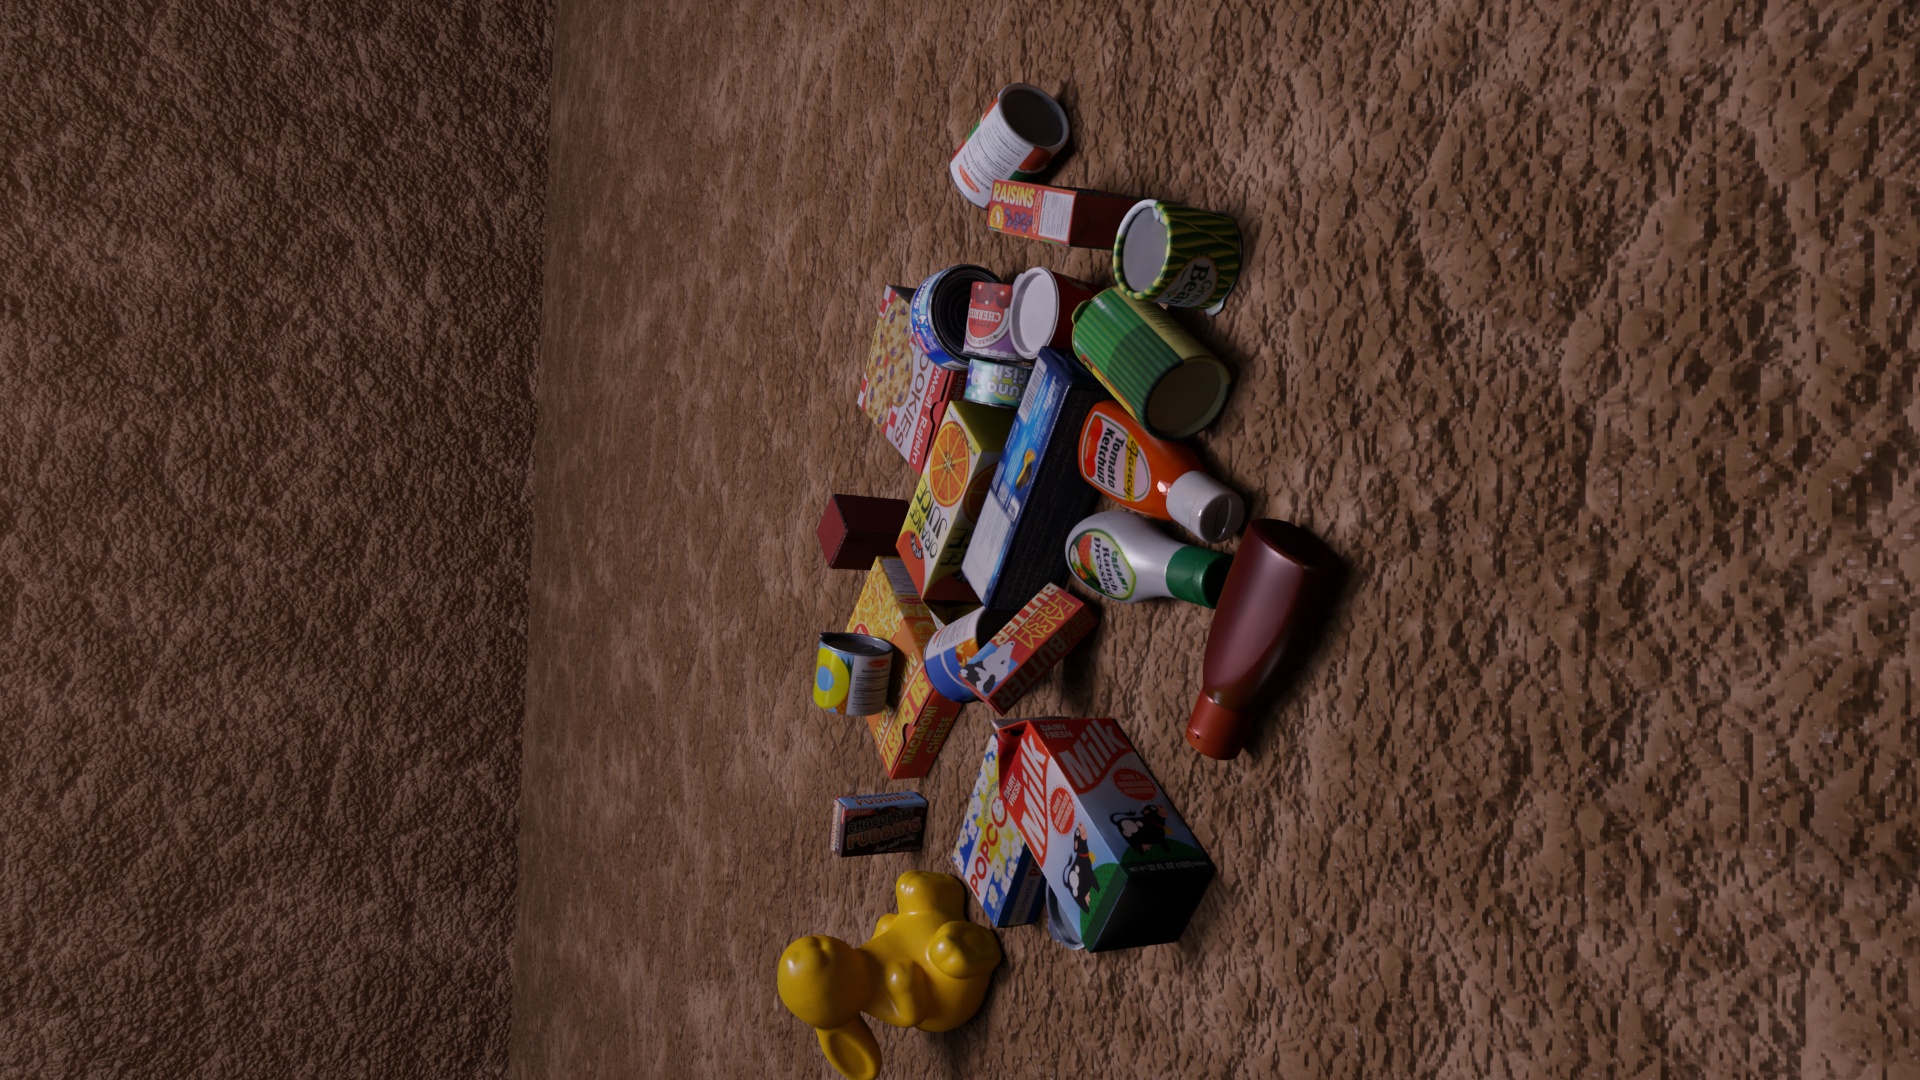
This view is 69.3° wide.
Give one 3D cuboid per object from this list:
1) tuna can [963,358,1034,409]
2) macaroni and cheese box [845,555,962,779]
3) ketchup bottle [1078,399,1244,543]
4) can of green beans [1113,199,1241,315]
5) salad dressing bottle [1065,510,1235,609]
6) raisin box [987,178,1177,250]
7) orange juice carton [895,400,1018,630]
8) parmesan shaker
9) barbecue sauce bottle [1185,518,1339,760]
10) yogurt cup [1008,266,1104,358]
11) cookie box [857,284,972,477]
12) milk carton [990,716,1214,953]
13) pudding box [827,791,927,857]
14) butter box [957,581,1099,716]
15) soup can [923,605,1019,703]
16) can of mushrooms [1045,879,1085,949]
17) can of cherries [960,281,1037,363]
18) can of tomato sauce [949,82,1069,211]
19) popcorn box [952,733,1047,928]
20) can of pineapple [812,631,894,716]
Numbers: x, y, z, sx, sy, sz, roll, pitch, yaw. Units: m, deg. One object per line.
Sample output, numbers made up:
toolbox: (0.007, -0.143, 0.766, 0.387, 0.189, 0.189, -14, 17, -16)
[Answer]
tuna can: (0.037, -0.123, 1.093, 0.071, 0.071, 0.032, 27, 110, 60)
macaroni and cheese box: (-0.056, 0.115, 1.271, 0.123, 0.040, 0.167, -66, 35, 35)
ketchup bottle: (0.134, -0.043, 0.933, 0.149, 0.043, 0.064, 43, 130, 54)
can of green beans: (0.142, -0.188, 0.916, 0.071, 0.058, 0.071, -10, 79, 61)
salad dressing bottle: (0.129, 0.016, 0.931, 0.147, 0.044, 0.064, 15, 123, 59)
raisin box: (0.085, -0.233, 0.997, 0.123, 0.086, 0.040, 34, 122, 58)
orange juice carton: (0.004, -0.014, 1.139, 0.072, 0.073, 0.191, 61, 139, 44)
parmesan shaker: (0.124, -0.119, 0.928, 0.103, 0.071, 0.071, 57, 136, 47)
barbecue sauce bottle: (0.177, 0.064, 0.842, 0.065, 0.044, 0.147, 52, 132, 51)
yogurt cup: (0.076, -0.168, 1.042, 0.072, 0.054, 0.072, -10, 79, 61)
cookie box: (-0.037, -0.146, 1.263, 0.168, 0.040, 0.122, 50, 130, 52)
milk carton: (0.088, 0.186, 0.963, 0.191, 0.072, 0.073, 57, 136, 48)
pudding box: (-0.074, 0.254, 1.247, 0.030, 0.084, 0.049, 21, 105, 58)
butter box: (0.050, 0.079, 1.033, 0.103, 0.024, 0.053, -44, 30, -8)
soup can: (0.021, 0.091, 1.109, 0.083, 0.071, 0.071, -33, 59, 56)
can of mushrooms: (0.090, 0.258, 0.993, 0.071, 0.033, 0.071, -9, 80, 61)
can of cherries: (0.036, -0.172, 1.098, 0.071, 0.071, 0.058, 23, 107, 60)
can of tomato sauce: (0.040, -0.315, 1.114, 0.082, 0.071, 0.071, -41, 52, 53)
popcorn box: (0.041, 0.225, 1.082, 0.085, 0.038, 0.126, 50, 130, 53)
can of pineapple: (-0.096, 0.117, 1.230, 0.071, 0.071, 0.057, 27, 111, 59)
